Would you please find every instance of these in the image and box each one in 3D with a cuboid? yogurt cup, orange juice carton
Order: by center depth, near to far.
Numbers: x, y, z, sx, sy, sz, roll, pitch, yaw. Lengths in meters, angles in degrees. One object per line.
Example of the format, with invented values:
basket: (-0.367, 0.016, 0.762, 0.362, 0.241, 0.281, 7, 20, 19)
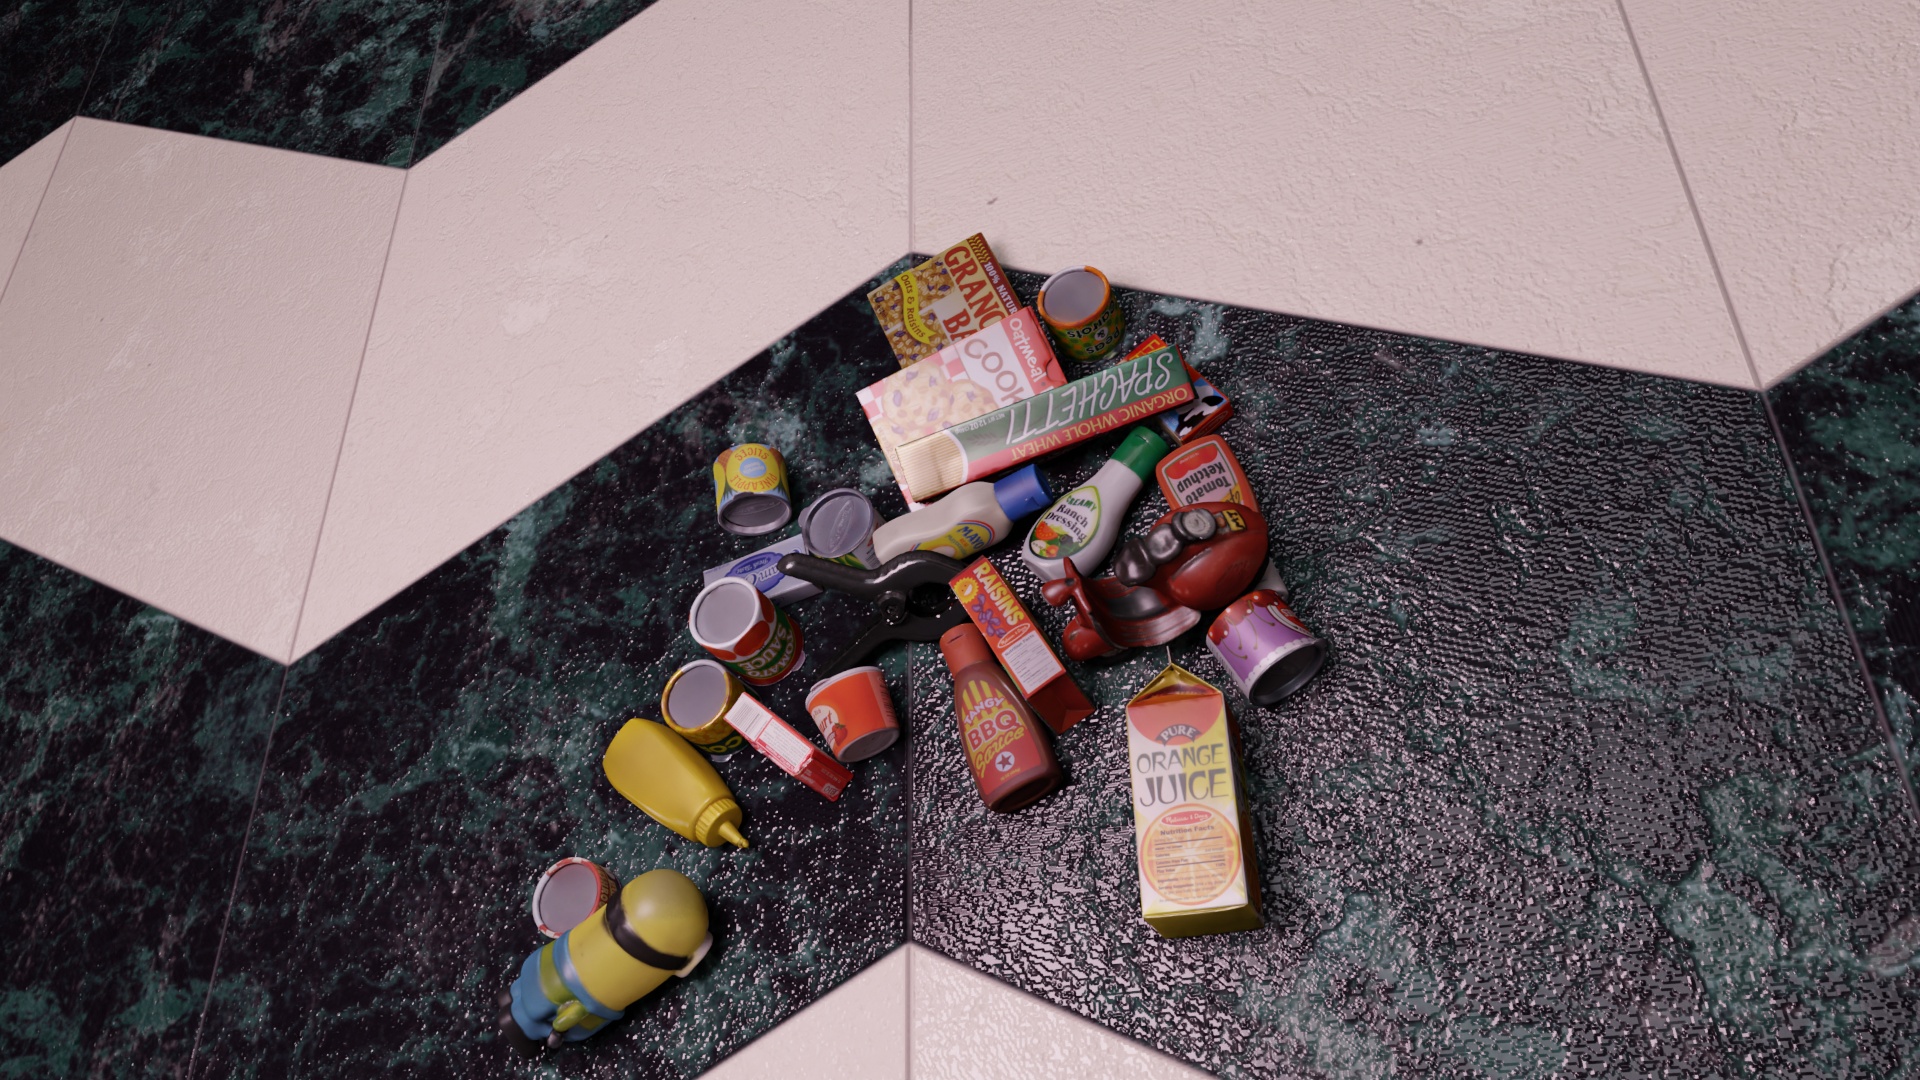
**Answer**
orange juice carton: (0.162, 0.174, 0.981, 0.073, 0.071, 0.193, -11, 59, 16)
yogurt cup: (-0.083, 0.140, 1.105, 0.072, 0.072, 0.054, -29, 64, 5)

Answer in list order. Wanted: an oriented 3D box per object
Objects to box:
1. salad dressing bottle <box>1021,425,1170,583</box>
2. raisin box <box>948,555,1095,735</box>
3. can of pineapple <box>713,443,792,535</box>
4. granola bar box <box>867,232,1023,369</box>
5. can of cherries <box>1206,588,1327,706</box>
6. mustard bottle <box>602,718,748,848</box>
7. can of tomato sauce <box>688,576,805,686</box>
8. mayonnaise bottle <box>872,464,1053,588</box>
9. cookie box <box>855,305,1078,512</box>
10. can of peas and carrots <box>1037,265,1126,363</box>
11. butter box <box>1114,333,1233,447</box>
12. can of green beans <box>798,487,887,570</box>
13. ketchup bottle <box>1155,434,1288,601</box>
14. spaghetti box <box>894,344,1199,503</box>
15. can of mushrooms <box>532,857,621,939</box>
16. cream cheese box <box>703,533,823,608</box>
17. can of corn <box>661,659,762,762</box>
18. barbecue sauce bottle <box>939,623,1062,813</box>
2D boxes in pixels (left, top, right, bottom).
salad dressing bottle: (0.112, -0.028, 1.130, 0.064, 0.044, 0.148, 32, 77, 40)
raisin box: (0.048, 0.080, 1.071, 0.040, 0.086, 0.124, -36, 56, 2)
can of pineapple: (-0.187, -0.047, 1.246, 0.071, 0.070, 0.058, -19, 57, 11)
granola bar box: (-0.001, -0.191, 1.270, 0.124, 0.039, 0.166, -28, 56, 5)
can of cherries: (0.224, 0.076, 1.014, 0.071, 0.071, 0.058, -35, 55, 1)
mustard bottle: (-0.224, 0.207, 1.131, 0.160, 0.048, 0.065, 33, 89, 32)
can of tomato sauce: (-0.178, 0.077, 1.165, 0.071, 0.083, 0.071, -10, 59, 17)
mayonnaise bottle: (0.004, -0.014, 1.145, 0.148, 0.064, 0.041, -27, 46, 15)
cookie box: (0.012, -0.107, 1.187, 0.167, 0.040, 0.123, -26, 83, 7)
can of peas and carrots: (0.108, -0.197, 1.217, 0.071, 0.058, 0.071, -10, 60, 18)
butter box: (0.177, -0.126, 1.170, 0.053, 0.024, 0.104, -39, 56, -1)
can of green beans: (-0.094, -0.003, 1.191, 0.071, 0.057, 0.071, -10, 60, 17)
ketchup bottle: (0.208, -0.010, 1.083, 0.064, 0.043, 0.149, -28, 56, 10)
spaghetti box: (0.070, -0.095, 1.141, 0.250, 0.029, 0.050, -20, 88, 8)
can of mushrooms: (-0.309, 0.293, 1.128, 0.071, 0.033, 0.071, -10, 59, 17)
cream cheese box: (-0.175, 0.036, 1.222, 0.104, 0.024, 0.053, -21, 57, 10)
can of corn: (-0.207, 0.142, 1.156, 0.071, 0.058, 0.071, -10, 59, 17)
barbecue sauce bottle: (0.025, 0.133, 1.076, 0.065, 0.043, 0.149, -32, 55, 12)
